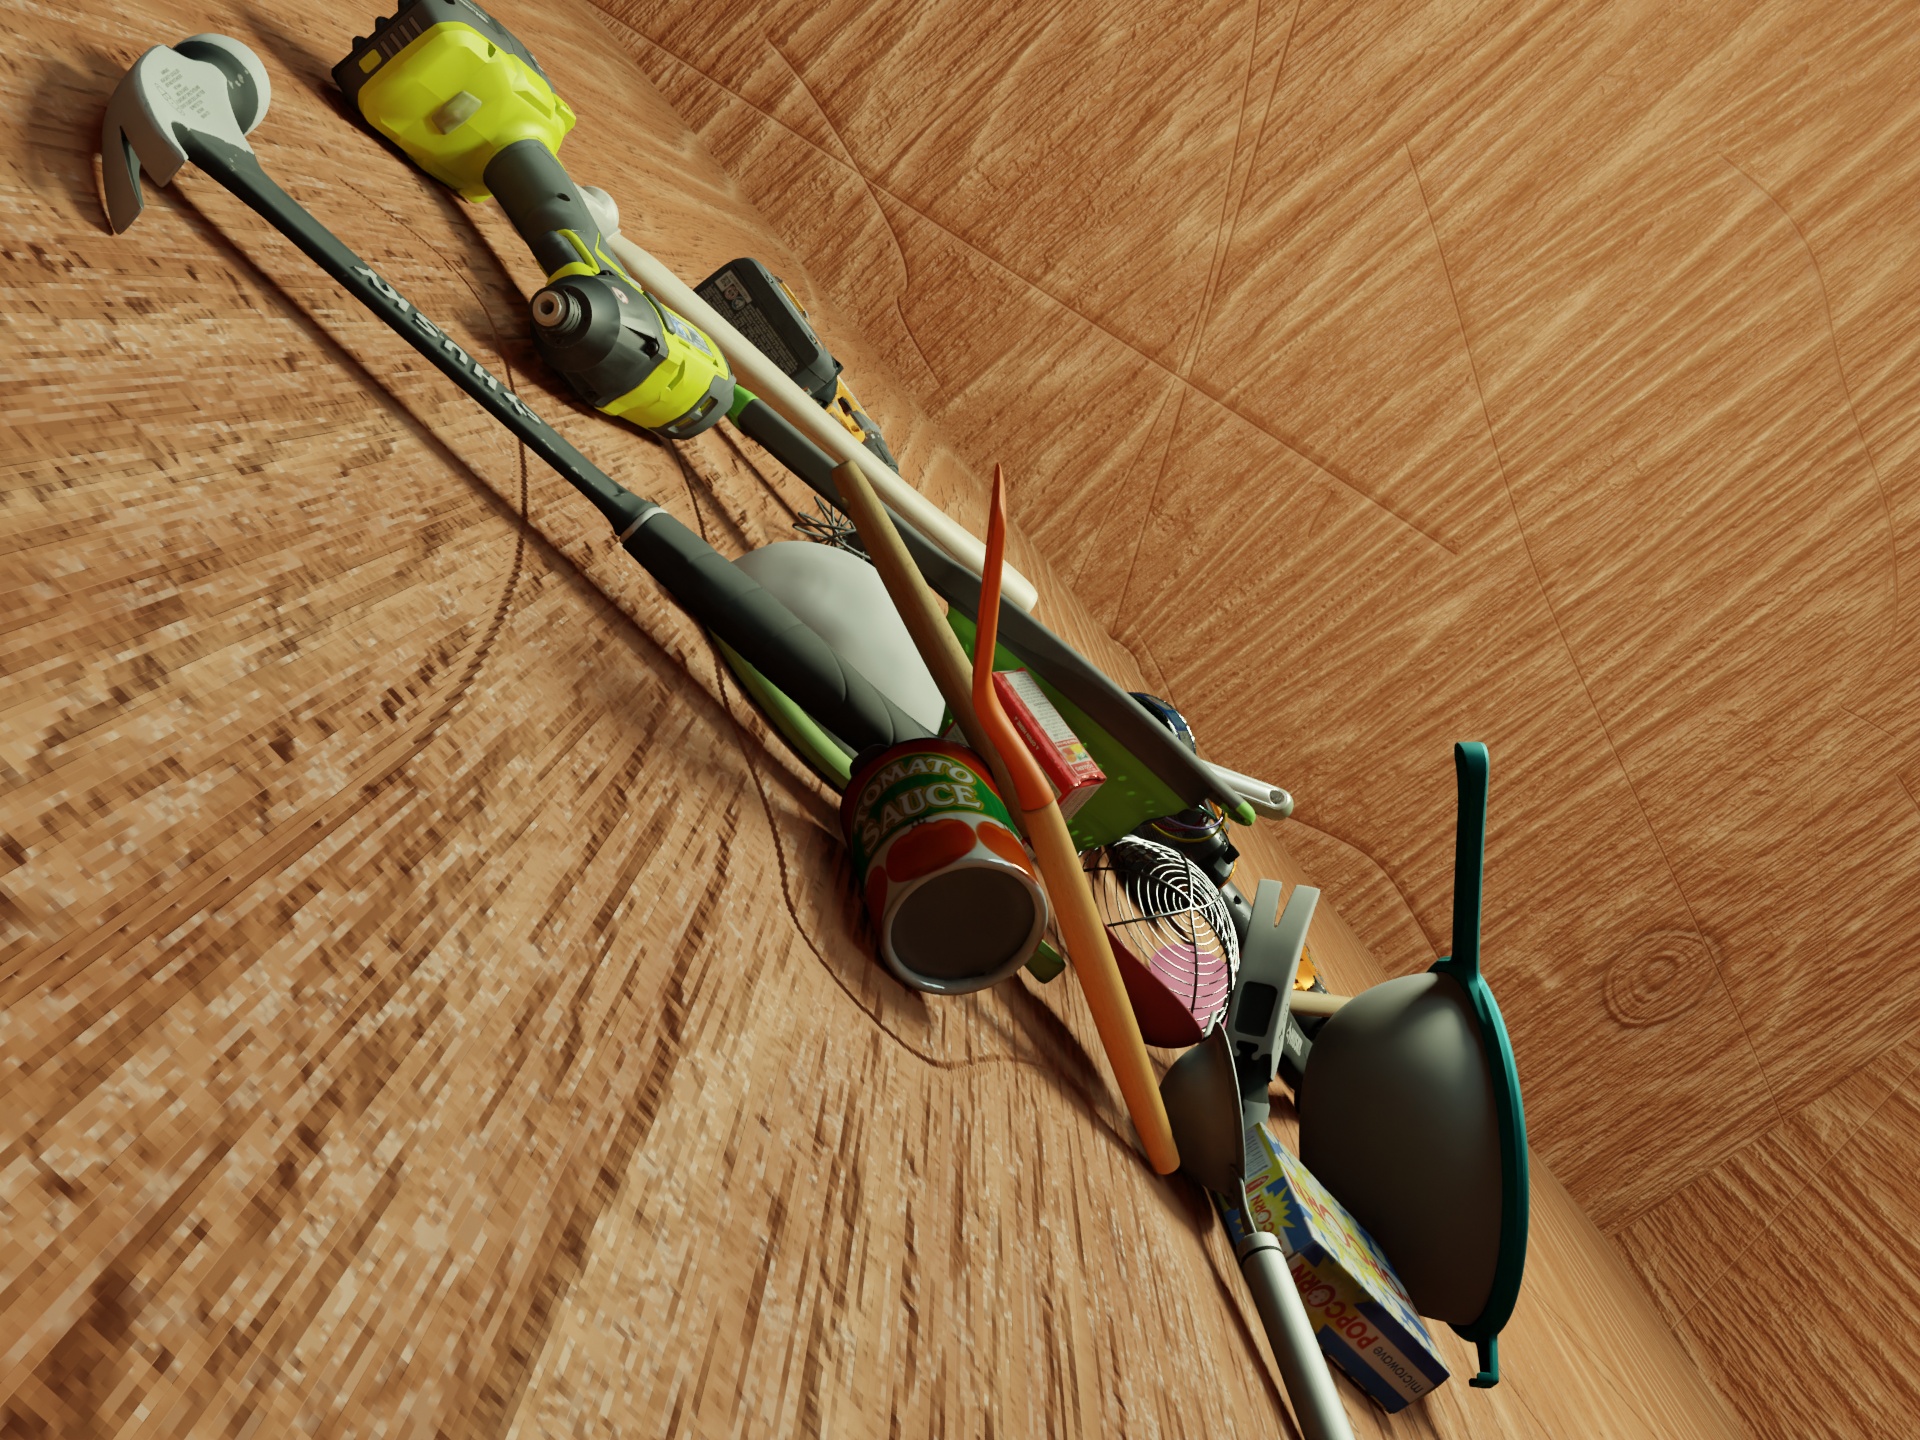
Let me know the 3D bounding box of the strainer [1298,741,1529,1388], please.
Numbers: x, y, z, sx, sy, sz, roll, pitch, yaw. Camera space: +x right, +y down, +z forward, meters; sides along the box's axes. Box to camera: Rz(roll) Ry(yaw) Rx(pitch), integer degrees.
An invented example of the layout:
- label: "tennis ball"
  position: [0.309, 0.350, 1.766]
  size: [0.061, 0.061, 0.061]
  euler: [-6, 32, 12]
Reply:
- label: "strainer"
  position: [0.242, 0.178, 0.890]
  size: [0.211, 0.095, 0.340]
  euler: [-86, 175, -77]

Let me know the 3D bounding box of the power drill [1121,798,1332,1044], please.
- label: "power drill"
  position: [0.214, 0.164, 1.228]
  size: [0.226, 0.084, 0.164]
  euler: [51, 11, -20]

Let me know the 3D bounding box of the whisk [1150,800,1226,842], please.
- label: "whisk"
  position: [0.079, 0.010, 1.118]
  size: [0.245, 0.047, 0.051]
  euler: [33, 10, 15]

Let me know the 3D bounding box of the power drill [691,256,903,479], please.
- label: "power drill"
  position: [-0.112, -0.236, 1.218]
  size: [0.185, 0.084, 0.226]
  euler: [55, 6, 14]

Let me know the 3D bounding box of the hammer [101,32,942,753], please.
- label: "hammer"
  position: [-0.132, -0.084, 0.596]
  size: [0.408, 0.036, 0.149]
  euler: [42, 14, -27]

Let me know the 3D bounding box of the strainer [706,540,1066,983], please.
- label: "strainer"
  position: [-0.019, 0.006, 0.748]
  size: [0.256, 0.069, 0.151]
  euler: [50, 9, 4]

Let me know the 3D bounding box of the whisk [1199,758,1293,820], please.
- label: "whisk"
  position: [0.133, 0.024, 1.180]
  size: [0.246, 0.059, 0.058]
  euler: [20, 57, -4]

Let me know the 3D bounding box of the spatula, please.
- label: "spatula"
  position: [0.049, 0.053, 0.666]
  size: [0.081, 0.041, 0.322]
  euler: [-88, 159, -72]

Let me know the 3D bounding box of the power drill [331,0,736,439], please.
- label: "power drill"
  position: [-0.214, -0.253, 0.809]
  size: [0.223, 0.080, 0.171]
  euler: [56, 10, 8]

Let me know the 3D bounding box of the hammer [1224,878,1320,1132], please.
- label: "hammer"
  position: [0.211, 0.206, 1.008]
  size: [0.035, 0.146, 0.334]
  euler: [9, -16, 22]

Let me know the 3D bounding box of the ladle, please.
- label: "ladle"
  position: [0.023, 0.026, 0.705]
  size: [0.069, 0.031, 0.315]
  euler: [3, -55, 62]

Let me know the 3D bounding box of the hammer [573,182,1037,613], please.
- label: "hammer"
  position: [-0.107, -0.201, 1.049]
  size: [0.410, 0.038, 0.146]
  euler: [40, 12, -14]

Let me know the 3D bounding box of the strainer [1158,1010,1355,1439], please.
- label: "strainer"
  position: [0.126, 0.225, 0.694]
  size: [0.259, 0.050, 0.086]
  euler: [-107, -169, -53]

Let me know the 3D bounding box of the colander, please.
- label: "colander"
  position: [-0.019, -0.041, 0.889]
  size: [0.397, 0.094, 0.204]
  euler: [40, 1, 5]

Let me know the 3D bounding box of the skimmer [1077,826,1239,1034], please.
- label: "skimmer"
  position: [0.101, 0.113, 1.039]
  size: [0.127, 0.090, 0.363]
  euler: [43, 0, -5]

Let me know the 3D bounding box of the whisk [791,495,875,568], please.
- label: "whisk"
  position: [-0.071, -0.116, 1.061]
  size: [0.055, 0.055, 0.239]
  euler: [51, 5, 1]

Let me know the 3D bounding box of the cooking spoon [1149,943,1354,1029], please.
- label: "cooking spoon"
  position: [0.225, 0.198, 1.122]
  size: [0.318, 0.017, 0.069]
  euler: [16, 42, -49]
